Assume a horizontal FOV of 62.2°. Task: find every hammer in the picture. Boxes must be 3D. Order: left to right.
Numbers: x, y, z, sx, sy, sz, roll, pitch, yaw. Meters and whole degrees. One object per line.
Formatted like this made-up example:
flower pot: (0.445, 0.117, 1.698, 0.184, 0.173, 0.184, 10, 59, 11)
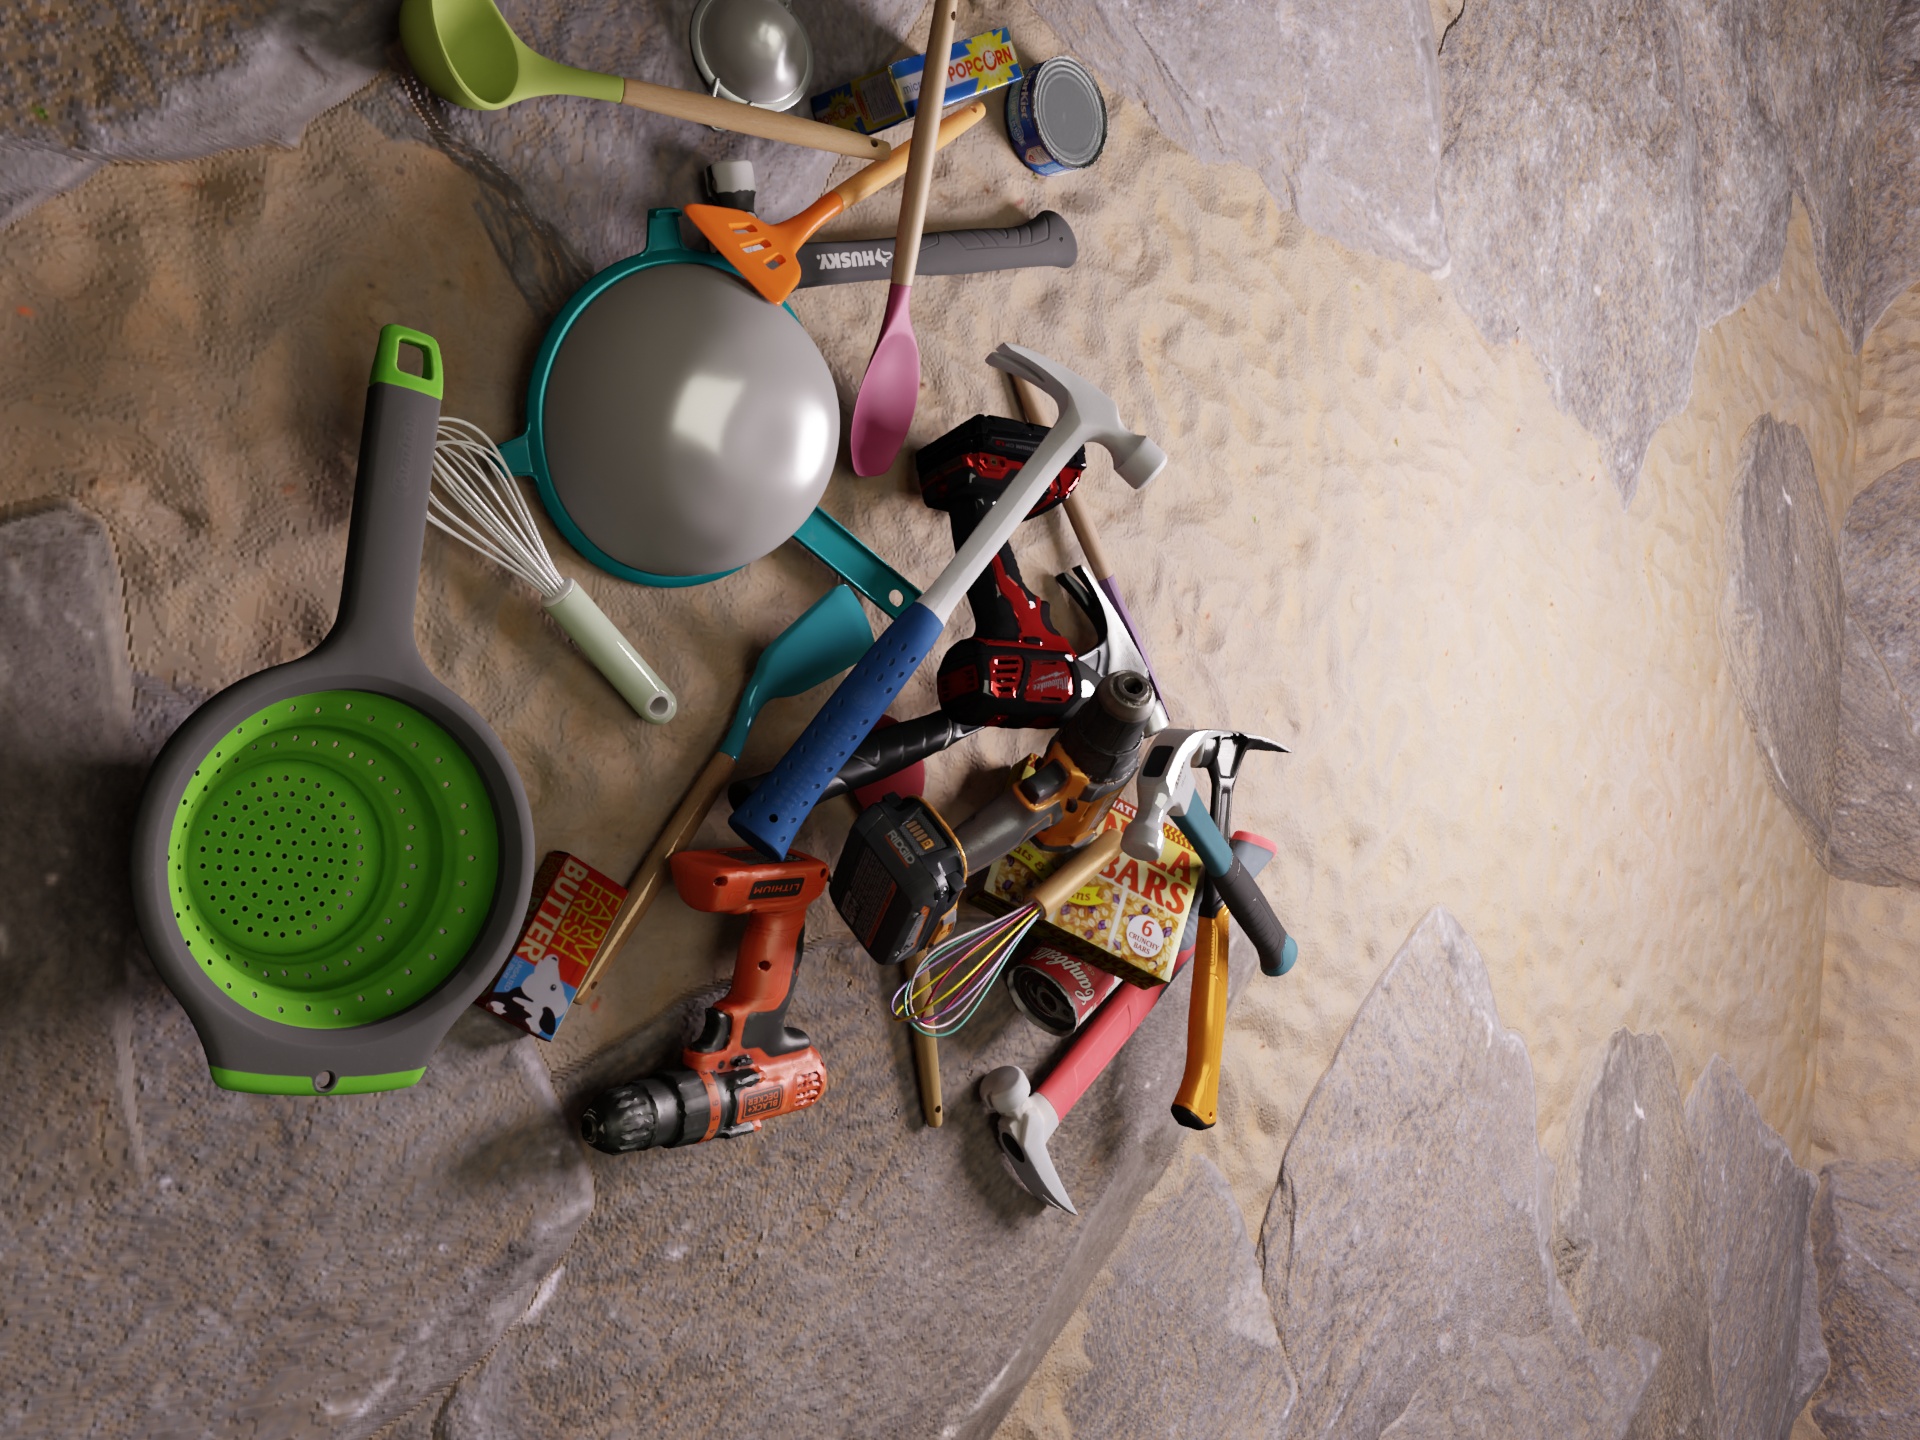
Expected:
hammer: (-0.033, -0.329, 1.146, 0.334, 0.035, 0.146, -20, 104, -42)
hammer: (-0.020, -0.082, 1.053, 0.144, 0.035, 0.405, 41, 69, -11)
hammer: (-0.002, -0.004, 1.152, 0.409, 0.036, 0.149, -22, 90, -43)
hammer: (0.164, 0.235, 1.347, 0.386, 0.038, 0.143, -43, 120, -34)
hammer: (0.217, 0.176, 1.346, 0.127, 0.034, 0.337, 4, 91, -44)
hammer: (0.207, 0.118, 1.245, 0.330, 0.033, 0.128, 52, 50, -48)

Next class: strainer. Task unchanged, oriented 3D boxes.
strainer: (-0.111, -0.147, 1.011, 0.340, 0.095, 0.211, 38, 79, -40)
strainer: (-0.112, -0.505, 1.065, 0.086, 0.050, 0.258, 28, 68, -25)

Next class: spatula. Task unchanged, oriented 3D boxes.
spatula: (-0.157, 0.048, 1.034, 0.318, 0.044, 0.082, -60, 154, -22)
spatula: (-0.066, -0.360, 1.062, 0.081, 0.041, 0.323, 46, 51, -5)
spatula: (0.107, -0.140, 1.284, 0.018, 0.060, 0.315, -25, 108, 0)

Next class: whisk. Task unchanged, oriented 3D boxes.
whisk: (-0.246, -0.082, 0.947, 0.058, 0.059, 0.246, -44, 127, -11)
whisk: (0.042, 0.146, 1.137, 0.245, 0.051, 0.047, -35, 158, -36)

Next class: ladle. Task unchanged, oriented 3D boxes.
ladle: (-0.176, -0.381, 0.960, 0.320, 0.062, 0.078, 0, 80, -33)
ladle: (-0.038, 0.150, 1.164, 0.069, 0.031, 0.315, -16, 104, -40)

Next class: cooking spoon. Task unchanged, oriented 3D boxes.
cooking spoon: (-0.036, -0.321, 1.075, 0.068, 0.017, 0.318, -16, 123, -53)

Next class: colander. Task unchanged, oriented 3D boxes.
colander: (-0.329, -0.009, 0.839, 0.204, 0.094, 0.397, 12, 79, -43)

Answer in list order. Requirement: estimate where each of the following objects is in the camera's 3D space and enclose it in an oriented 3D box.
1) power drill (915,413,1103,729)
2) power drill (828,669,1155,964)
power drill: (0.044, -0.100, 1.155, 0.143, 0.078, 0.220, 3, 75, -37)
power drill: (0.032, 0.059, 1.084, 0.226, 0.185, 0.084, -27, 68, -30)
